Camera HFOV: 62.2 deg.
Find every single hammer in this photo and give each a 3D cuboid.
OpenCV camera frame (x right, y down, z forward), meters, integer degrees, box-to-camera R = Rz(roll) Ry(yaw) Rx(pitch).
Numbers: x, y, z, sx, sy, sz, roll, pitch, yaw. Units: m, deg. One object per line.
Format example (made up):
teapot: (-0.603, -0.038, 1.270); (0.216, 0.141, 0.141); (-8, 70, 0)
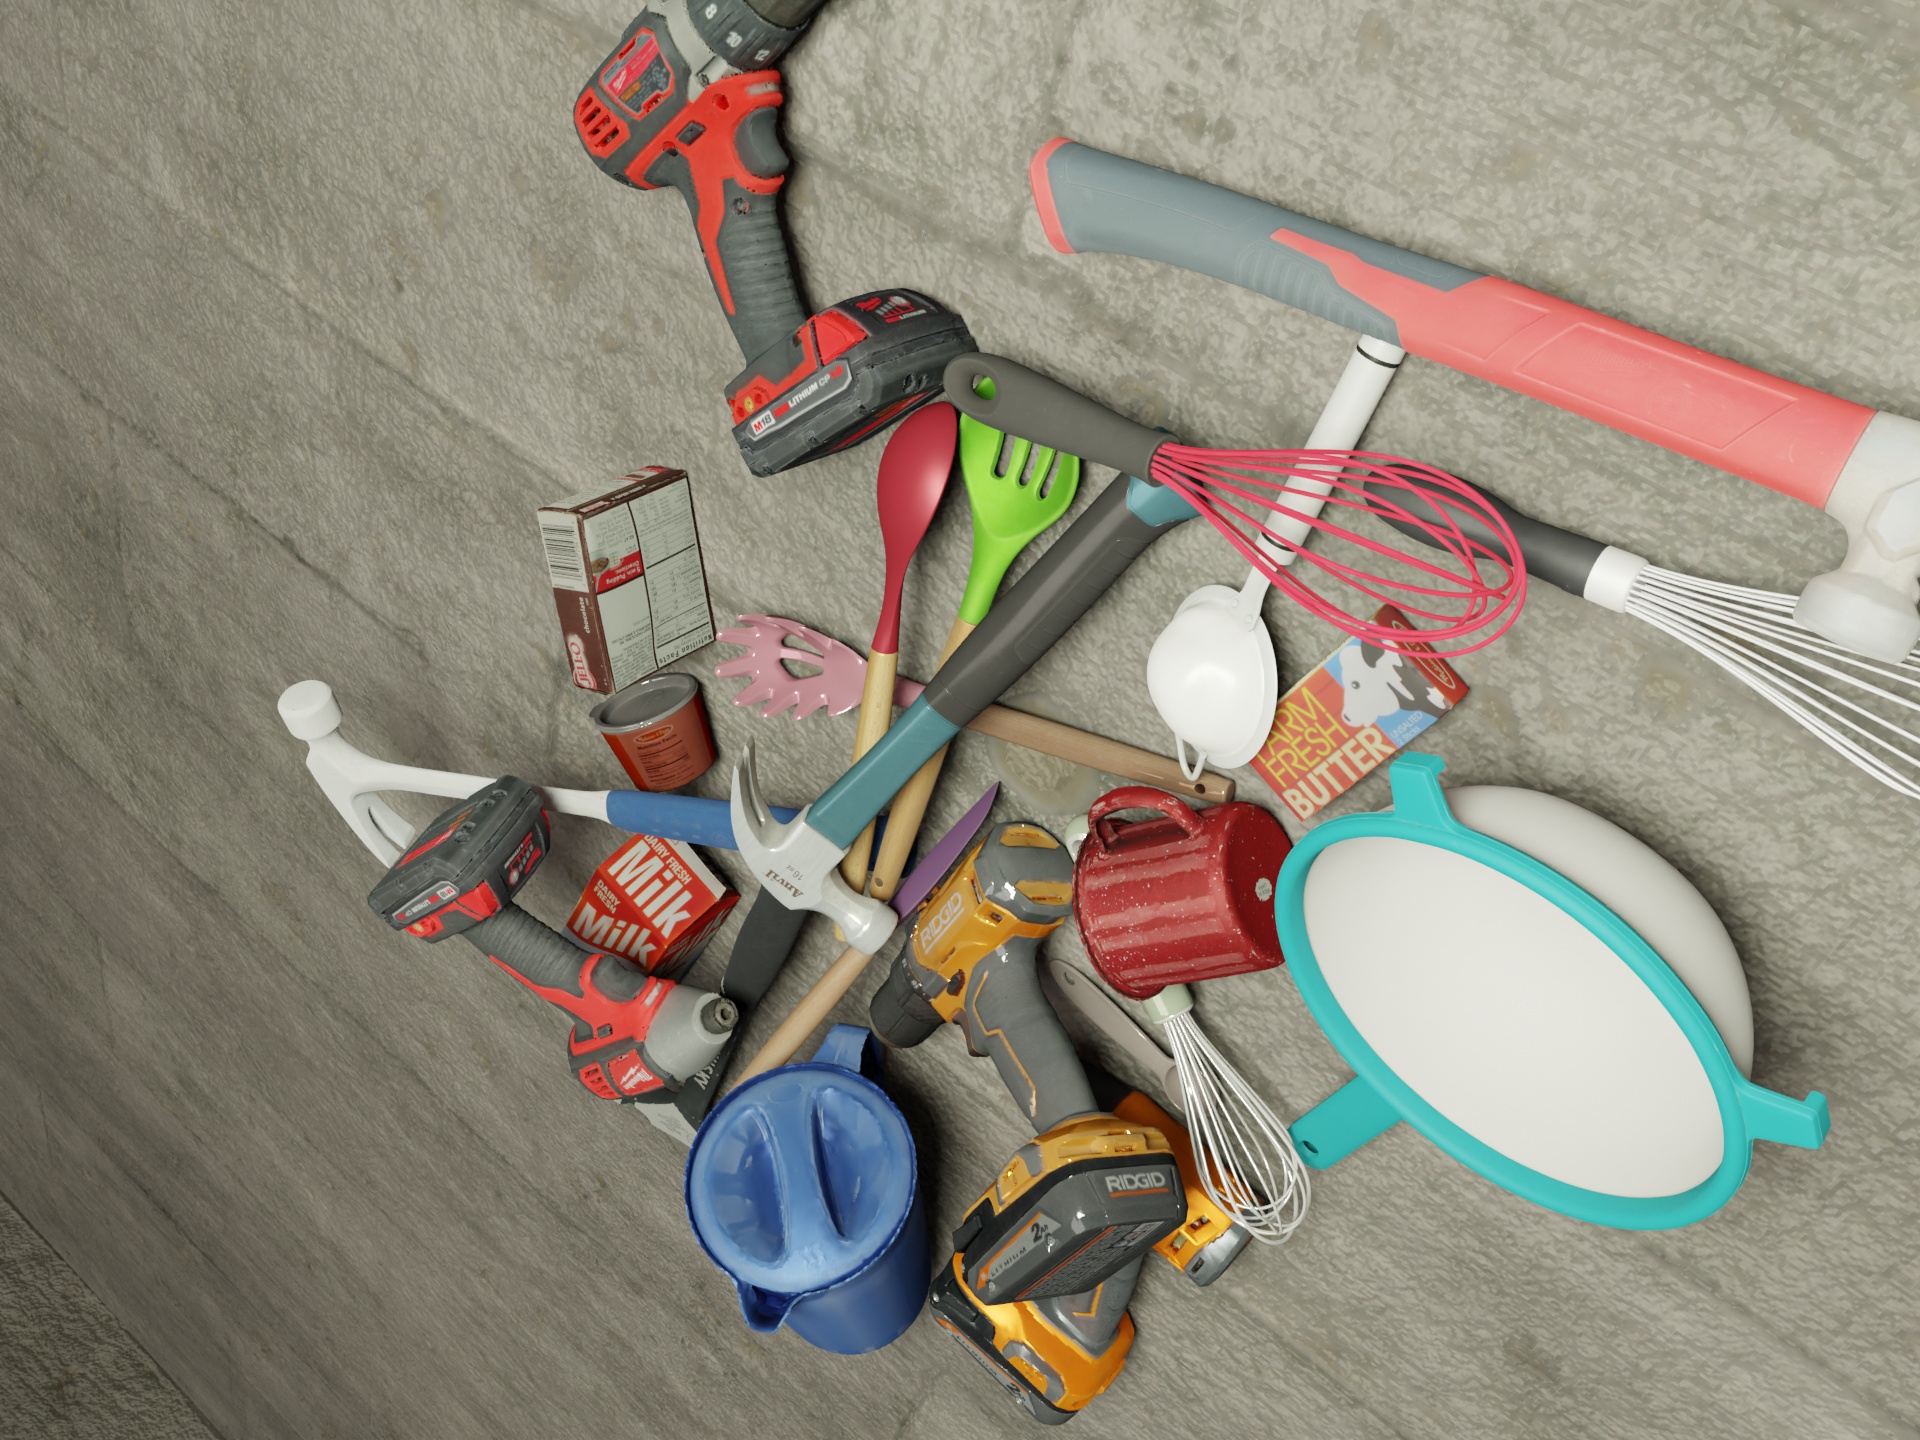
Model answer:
hammer: (0.190, -0.167, 0.597); (0.387, 0.038, 0.143); (31, 106, 29)
hammer: (-0.145, 0.192, 1.040); (0.149, 0.036, 0.408); (35, 139, 6)
hammer: (-0.223, 0.056, 0.987); (0.405, 0.035, 0.143); (7, 135, 16)
hammer: (0.002, -0.014, 0.791); (0.128, 0.033, 0.331); (38, 119, -12)

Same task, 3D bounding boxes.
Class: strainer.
strainer: (0.134, -0.072, 0.702); (0.087, 0.050, 0.258); (57, 136, 41)
strainer: (0.234, 0.131, 0.720); (0.211, 0.095, 0.340); (44, 154, 14)

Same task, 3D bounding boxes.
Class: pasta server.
pasta server: (-0.001, -0.003, 0.858); (0.316, 0.040, 0.060); (17, 113, 30)

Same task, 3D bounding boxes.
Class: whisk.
whisk: (0.100, -0.102, 0.663); (0.296, 0.073, 0.073); (30, 130, 35)
whisk: (0.117, 0.161, 0.840); (0.058, 0.059, 0.246); (-29, 85, 39)
whisk: (0.277, -0.040, 0.597); (0.285, 0.070, 0.070); (29, 129, 30)

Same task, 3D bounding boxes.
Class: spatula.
spatula: (-0.069, 0.150, 0.939); (0.018, 0.060, 0.315); (35, 120, -6)

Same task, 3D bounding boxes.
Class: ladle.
ladle: (-0.043, -0.015, 0.843); (0.069, 0.031, 0.315); (-120, 35, -58)

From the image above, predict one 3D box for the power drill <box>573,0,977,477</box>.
power drill: (-0.080, -0.252, 0.759); (0.188, 0.080, 0.226); (-23, 95, 44)

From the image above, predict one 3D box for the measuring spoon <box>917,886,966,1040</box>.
measuring spoon: (-0.003, 0.146, 0.964); (0.021, 0.011, 0.117); (-14, 102, 29)

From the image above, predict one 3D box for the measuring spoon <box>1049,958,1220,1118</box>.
measuring spoon: (0.099, 0.174, 0.896); (0.124, 0.018, 0.034); (40, 131, 24)

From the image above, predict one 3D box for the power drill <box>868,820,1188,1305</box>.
power drill: (0.020, 0.195, 0.866); (0.185, 0.084, 0.226); (-52, 44, 40)

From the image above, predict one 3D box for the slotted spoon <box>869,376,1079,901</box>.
slotted spoon: (-0.003, -0.032, 0.820); (0.070, 0.031, 0.313); (31, 121, 23)

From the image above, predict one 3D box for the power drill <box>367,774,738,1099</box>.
power drill: (-0.240, 0.144, 0.979); (0.143, 0.079, 0.219); (-25, 115, 41)

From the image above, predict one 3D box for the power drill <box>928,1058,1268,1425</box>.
power drill: (0.065, 0.302, 0.948); (0.164, 0.084, 0.226); (40, 129, 17)
